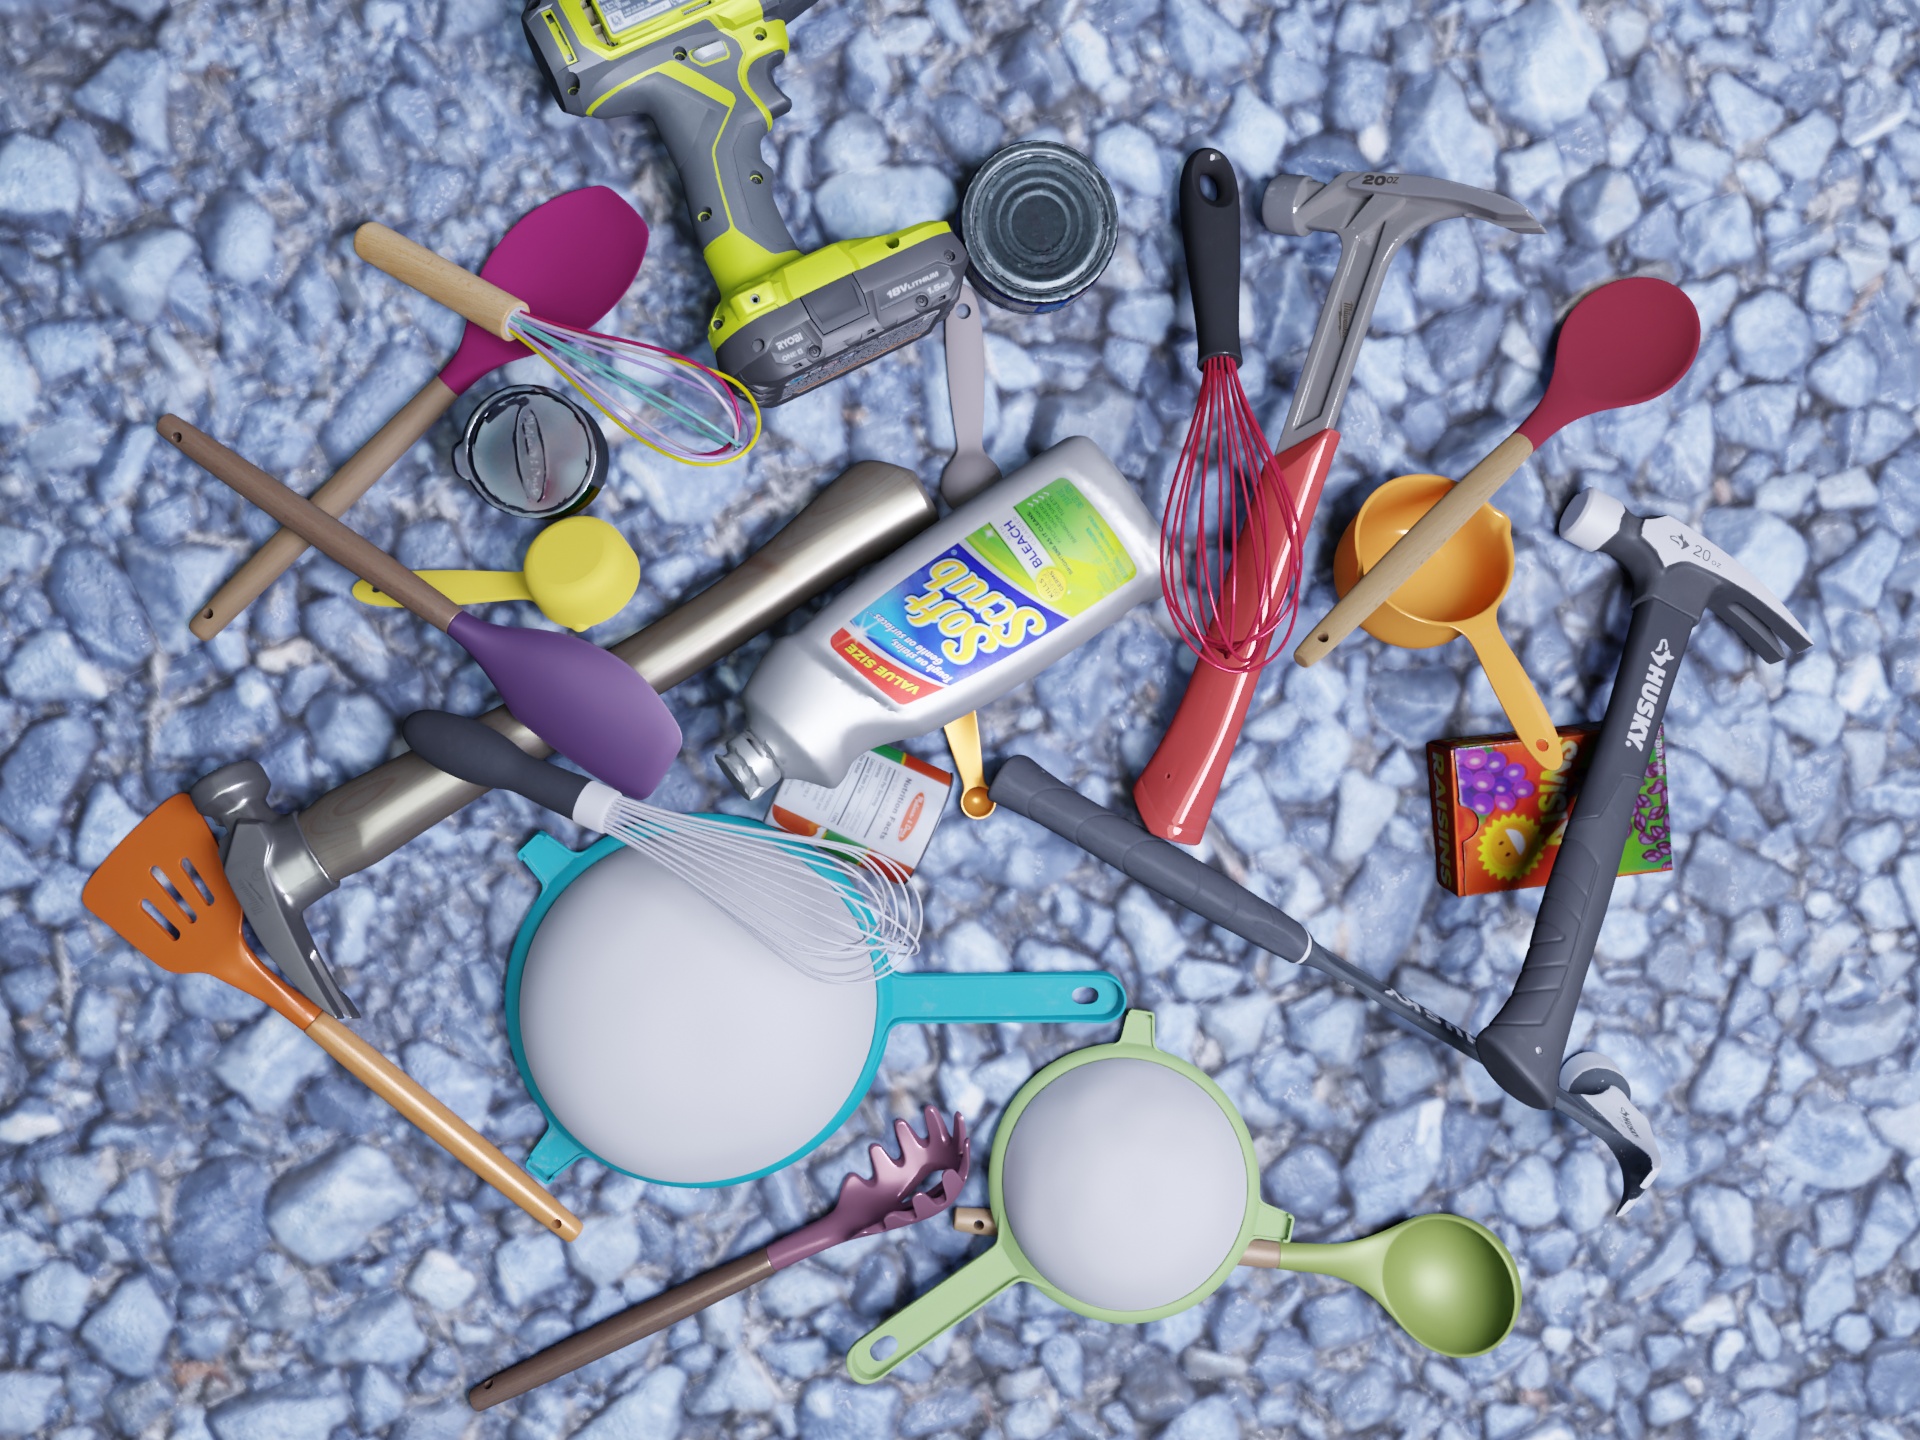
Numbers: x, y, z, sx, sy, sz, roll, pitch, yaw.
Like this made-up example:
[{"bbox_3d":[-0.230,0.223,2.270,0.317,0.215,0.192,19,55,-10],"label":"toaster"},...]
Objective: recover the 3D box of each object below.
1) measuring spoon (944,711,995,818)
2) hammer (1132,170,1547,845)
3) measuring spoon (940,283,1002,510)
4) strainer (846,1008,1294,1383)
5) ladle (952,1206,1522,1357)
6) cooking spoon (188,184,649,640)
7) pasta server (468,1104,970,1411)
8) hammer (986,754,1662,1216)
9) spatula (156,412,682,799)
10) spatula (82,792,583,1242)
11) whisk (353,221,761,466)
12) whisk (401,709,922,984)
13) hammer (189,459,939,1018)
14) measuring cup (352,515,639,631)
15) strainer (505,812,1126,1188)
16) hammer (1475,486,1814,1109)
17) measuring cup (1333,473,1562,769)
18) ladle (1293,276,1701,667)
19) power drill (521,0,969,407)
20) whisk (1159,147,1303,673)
[{"bbox_3d":[-0.001,-0.003,0.876,0.021,0.011,0.117,-13,93,-4],"label":"measuring spoon"},{"bbox_3d":[0.174,-0.104,0.830,0.036,0.149,0.359,9,100,-51],"label":"hammer"},{"bbox_3d":[0.004,-0.172,0.854,0.034,0.018,0.124,-4,95,-4],"label":"measuring spoon"},{"bbox_3d":[0.046,0.281,0.854,0.256,0.069,0.151,-33,80,-5],"label":"strainer"},{"bbox_3d":[0.155,0.302,0.896,0.320,0.062,0.078,8,90,-3],"label":"ladle"},{"bbox_3d":[-0.286,-0.157,0.831,0.319,0.017,0.069,-44,86,0],"label":"cooking spoon"},{"bbox_3d":[-0.132,0.304,0.879,0.316,0.060,0.040,-26,120,1],"label":"pasta server"},{"bbox_3d":[0.195,0.132,0.856,0.409,0.149,0.036,30,105,0],"label":"hammer"},{"bbox_3d":[-0.276,-0.066,0.809,0.316,0.018,0.059,34,102,2],"label":"spatula"},{"bbox_3d":[-0.328,0.174,0.859,0.322,0.041,0.081,44,90,-11],"label":"spatula"},{"bbox_3d":[-0.203,-0.192,0.796,0.245,0.051,0.047,30,100,12],"label":"whisk"},{"bbox_3d":[-0.150,0.056,0.782,0.284,0.070,0.070,22,93,9],"label":"whisk"},{"bbox_3d":[-0.189,-0.006,0.832,0.410,0.038,0.146,-31,82,-3],"label":"hammer"},{"bbox_3d":[-0.245,-0.077,0.822,0.156,0.029,0.062,-2,62,6],"label":"measuring cup"},{"bbox_3d":[-0.076,0.159,0.841,0.340,0.095,0.211,0,95,-4],"label":"strainer"},{"bbox_3d":[0.343,0.044,0.833,0.146,0.035,0.335,27,69,-4],"label":"hammer"},{"bbox_3d":[0.263,-0.045,0.847,0.095,0.052,0.174,-22,77,-14],"label":"measuring cup"},{"bbox_3d":[0.281,-0.130,0.836,0.315,0.031,0.069,-42,74,-17],"label":"ladle"},{"bbox_3d":[-0.094,-0.289,0.806,0.171,0.080,0.223,-28,94,-9],"label":"power drill"},{"bbox_3d":[0.133,-0.165,0.810,0.073,0.073,0.296,1,73,-5],"label":"whisk"}]
